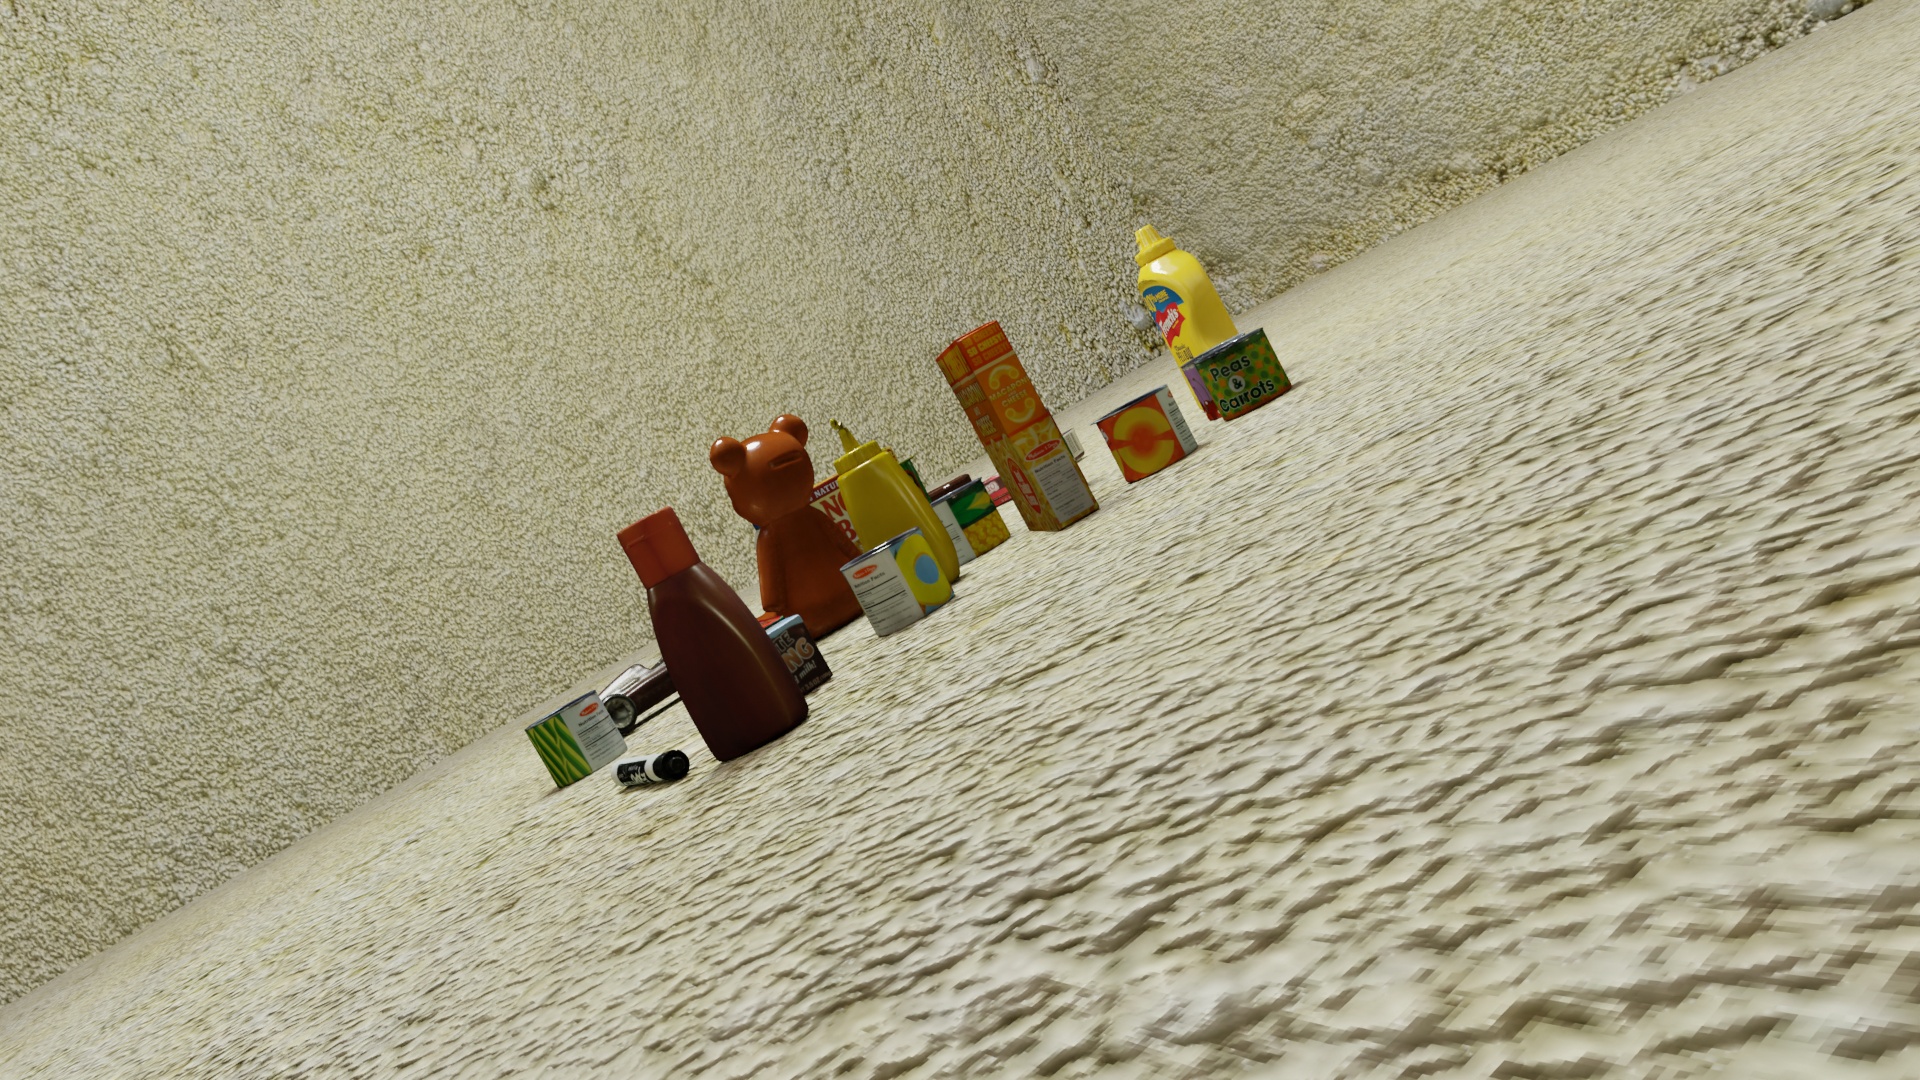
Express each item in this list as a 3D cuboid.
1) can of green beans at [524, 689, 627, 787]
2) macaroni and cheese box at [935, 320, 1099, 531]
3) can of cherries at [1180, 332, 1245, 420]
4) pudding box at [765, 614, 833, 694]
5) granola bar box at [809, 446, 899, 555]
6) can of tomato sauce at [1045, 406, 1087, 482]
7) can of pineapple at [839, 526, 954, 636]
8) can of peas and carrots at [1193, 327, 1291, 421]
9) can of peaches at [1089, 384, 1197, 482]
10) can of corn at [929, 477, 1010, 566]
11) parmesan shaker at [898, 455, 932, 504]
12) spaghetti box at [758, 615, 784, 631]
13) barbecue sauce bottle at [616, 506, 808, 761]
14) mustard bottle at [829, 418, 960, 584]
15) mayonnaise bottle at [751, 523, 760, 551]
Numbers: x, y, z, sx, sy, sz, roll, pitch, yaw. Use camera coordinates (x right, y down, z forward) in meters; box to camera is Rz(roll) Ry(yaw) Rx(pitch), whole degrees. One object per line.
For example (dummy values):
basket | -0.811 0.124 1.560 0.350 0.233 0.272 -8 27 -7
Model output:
can of green beans | -0.322 0.167 1.166 0.071 0.058 0.071 -28 4 2
macaroni and cheese box | 0.043 -0.089 1.115 0.040 0.166 0.123 -29 4 -7
can of cherries | 0.245 -0.150 1.273 0.071 0.058 0.071 -28 4 2
pudding box | -0.132 0.090 0.919 0.084 0.049 0.030 -31 5 -31
granola bar box | -0.117 -0.011 1.497 0.165 0.124 0.039 -26 5 29
can of tomato sauce | 0.071 -0.073 1.306 0.071 0.083 0.071 -28 4 2
can of pineapple | -0.045 0.029 1.018 0.071 0.058 0.071 -28 4 2
can of peas and carrots | 0.243 -0.142 1.195 0.071 0.058 0.071 -28 4 2
can of peaches | 0.149 -0.086 1.129 0.071 0.058 0.071 -28 4 2
can of corn | 0.004 -0.015 1.222 0.071 0.058 0.071 -28 4 2
parmesan shaker | -0.051 -0.021 1.341 0.071 0.103 0.071 -28 4 2
spaghetti box | -0.169 0.093 1.106 0.029 0.050 0.249 -30 5 -21
barbecue sauce bottle | -0.150 0.053 0.815 0.064 0.148 0.044 -27 4 20
mustard bottle | -0.060 -0.029 1.106 0.065 0.160 0.049 -28 4 10
mayonnaise bottle | -0.180 0.014 1.442 0.064 0.148 0.041 -27 4 19
